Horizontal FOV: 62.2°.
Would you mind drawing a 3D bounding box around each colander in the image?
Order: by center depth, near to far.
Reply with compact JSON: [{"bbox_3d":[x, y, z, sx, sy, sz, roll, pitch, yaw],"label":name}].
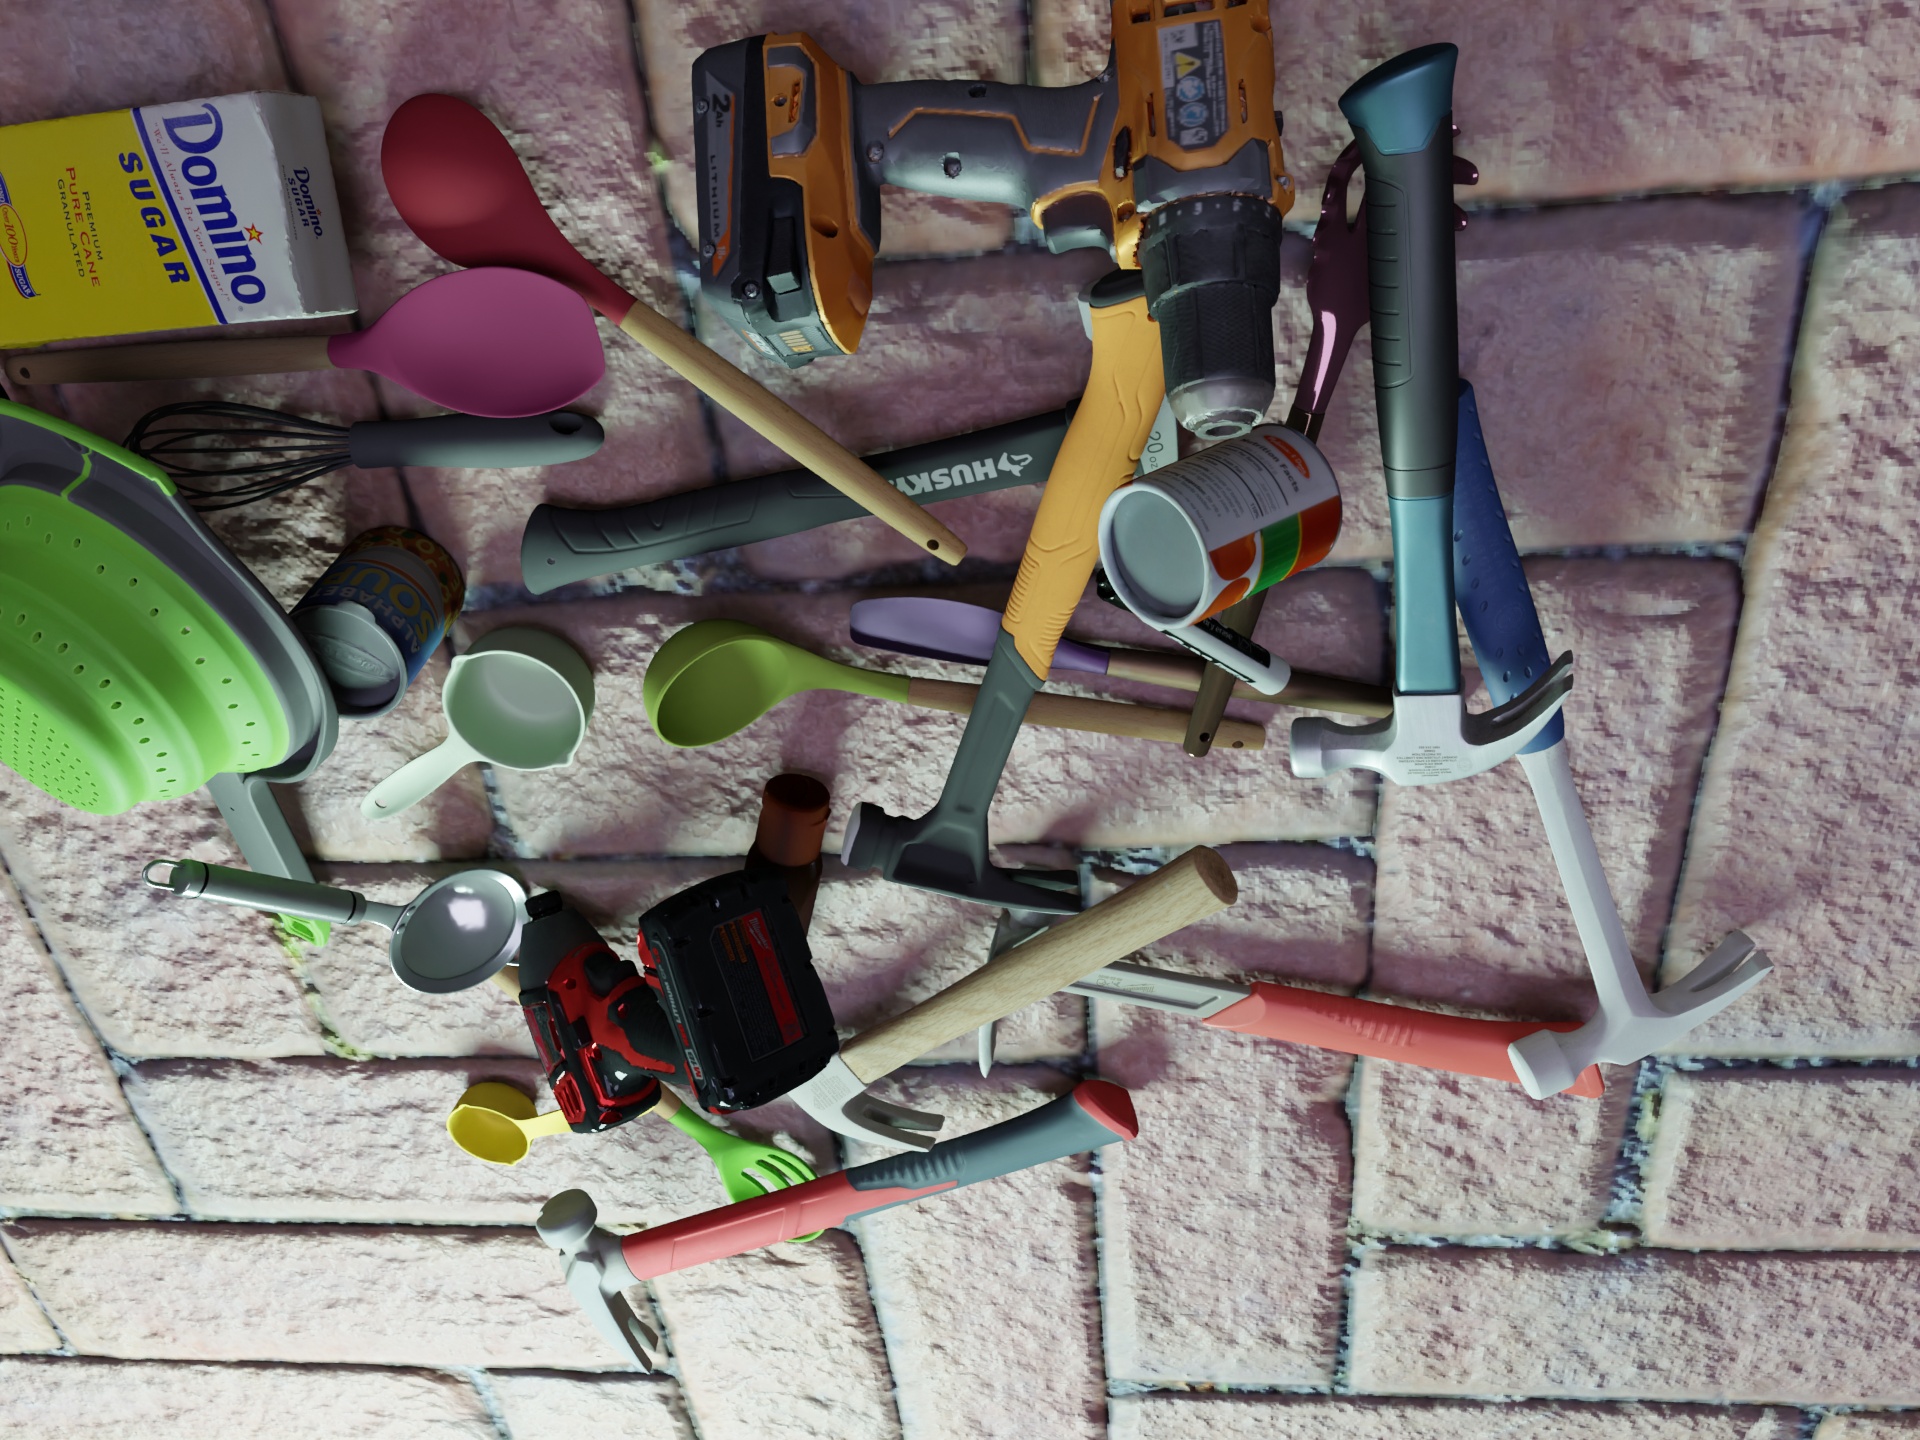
[{"bbox_3d":[-0.407,0.029,0.804,0.204,0.094,0.396,23,143,15],"label":"colander"}]

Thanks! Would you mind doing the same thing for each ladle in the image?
[{"bbox_3d":[-0.126,-0.165,0.709,0.315,0.031,0.069,35,125,-9],"label":"ladle"},{"bbox_3d":[-0.001,-0.003,0.816,0.320,0.062,0.078,8,141,-2],"label":"ladle"}]

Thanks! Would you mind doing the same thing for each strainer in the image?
[{"bbox_3d":[-0.331,0.102,0.877,0.087,0.050,0.258,-58,146,4],"label":"strainer"}]

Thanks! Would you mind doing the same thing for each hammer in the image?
[{"bbox_3d":[0.194,-0.111,0.676,0.128,0.033,0.330,0,124,20],"label":"hammer"},{"bbox_3d":[0.044,-0.048,0.743,0.127,0.034,0.336,14,122,-8],"label":"hammer"},{"bbox_3d":[-0.058,-0.105,0.764,0.335,0.035,0.146,-10,122,13],"label":"hammer"},{"bbox_3d":[0.296,0.016,0.793,0.144,0.035,0.405,-25,116,4],"label":"hammer"},{"bbox_3d":[0.018,0.155,0.896,0.331,0.031,0.130,-33,103,33],"label":"hammer"},{"bbox_3d":[0.191,0.178,0.927,0.359,0.037,0.149,11,125,0],"label":"hammer"},{"bbox_3d":[-0.068,0.316,1.018,0.386,0.038,0.143,-19,115,10],"label":"hammer"}]

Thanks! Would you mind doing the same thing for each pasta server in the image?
[{"bbox_3d":[0.151,-0.113,0.719,0.060,0.040,0.316,8,121,-9],"label":"pasta server"}]

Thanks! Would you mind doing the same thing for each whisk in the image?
[{"bbox_3d":[-0.290,-0.131,0.768,0.239,0.055,0.055,-2,124,4],"label":"whisk"}]

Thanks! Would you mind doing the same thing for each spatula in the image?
[{"bbox_3d":[0.100,-0.028,0.804,0.316,0.018,0.059,9,152,-1],"label":"spatula"}]

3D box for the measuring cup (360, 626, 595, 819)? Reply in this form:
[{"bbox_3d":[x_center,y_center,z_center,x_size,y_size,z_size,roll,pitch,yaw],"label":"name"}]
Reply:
[{"bbox_3d":[-0.266,0.006,0.864,0.167,0.038,0.083,-30,116,26],"label":"measuring cup"}]

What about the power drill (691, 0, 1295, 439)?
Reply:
[{"bbox_3d":[0.016,-0.193,0.623,0.226,0.084,0.185,-5,83,11],"label":"power drill"}]

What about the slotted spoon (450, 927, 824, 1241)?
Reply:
[{"bbox_3d":[-0.201,0.233,1.017,0.070,0.031,0.313,-36,112,26],"label":"slotted spoon"}]

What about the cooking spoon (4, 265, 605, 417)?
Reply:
[{"bbox_3d":[-0.310,-0.170,0.736,0.319,0.017,0.068,1,123,15],"label":"cooking spoon"}]

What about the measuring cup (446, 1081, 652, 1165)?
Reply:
[{"bbox_3d":[-0.261,0.251,1.029,0.156,0.029,0.062,-15,121,19],"label":"measuring cup"}]

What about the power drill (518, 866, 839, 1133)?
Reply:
[{"bbox_3d":[-0.173,0.151,0.880,0.219,0.078,0.143,-19,90,47],"label":"power drill"}]
